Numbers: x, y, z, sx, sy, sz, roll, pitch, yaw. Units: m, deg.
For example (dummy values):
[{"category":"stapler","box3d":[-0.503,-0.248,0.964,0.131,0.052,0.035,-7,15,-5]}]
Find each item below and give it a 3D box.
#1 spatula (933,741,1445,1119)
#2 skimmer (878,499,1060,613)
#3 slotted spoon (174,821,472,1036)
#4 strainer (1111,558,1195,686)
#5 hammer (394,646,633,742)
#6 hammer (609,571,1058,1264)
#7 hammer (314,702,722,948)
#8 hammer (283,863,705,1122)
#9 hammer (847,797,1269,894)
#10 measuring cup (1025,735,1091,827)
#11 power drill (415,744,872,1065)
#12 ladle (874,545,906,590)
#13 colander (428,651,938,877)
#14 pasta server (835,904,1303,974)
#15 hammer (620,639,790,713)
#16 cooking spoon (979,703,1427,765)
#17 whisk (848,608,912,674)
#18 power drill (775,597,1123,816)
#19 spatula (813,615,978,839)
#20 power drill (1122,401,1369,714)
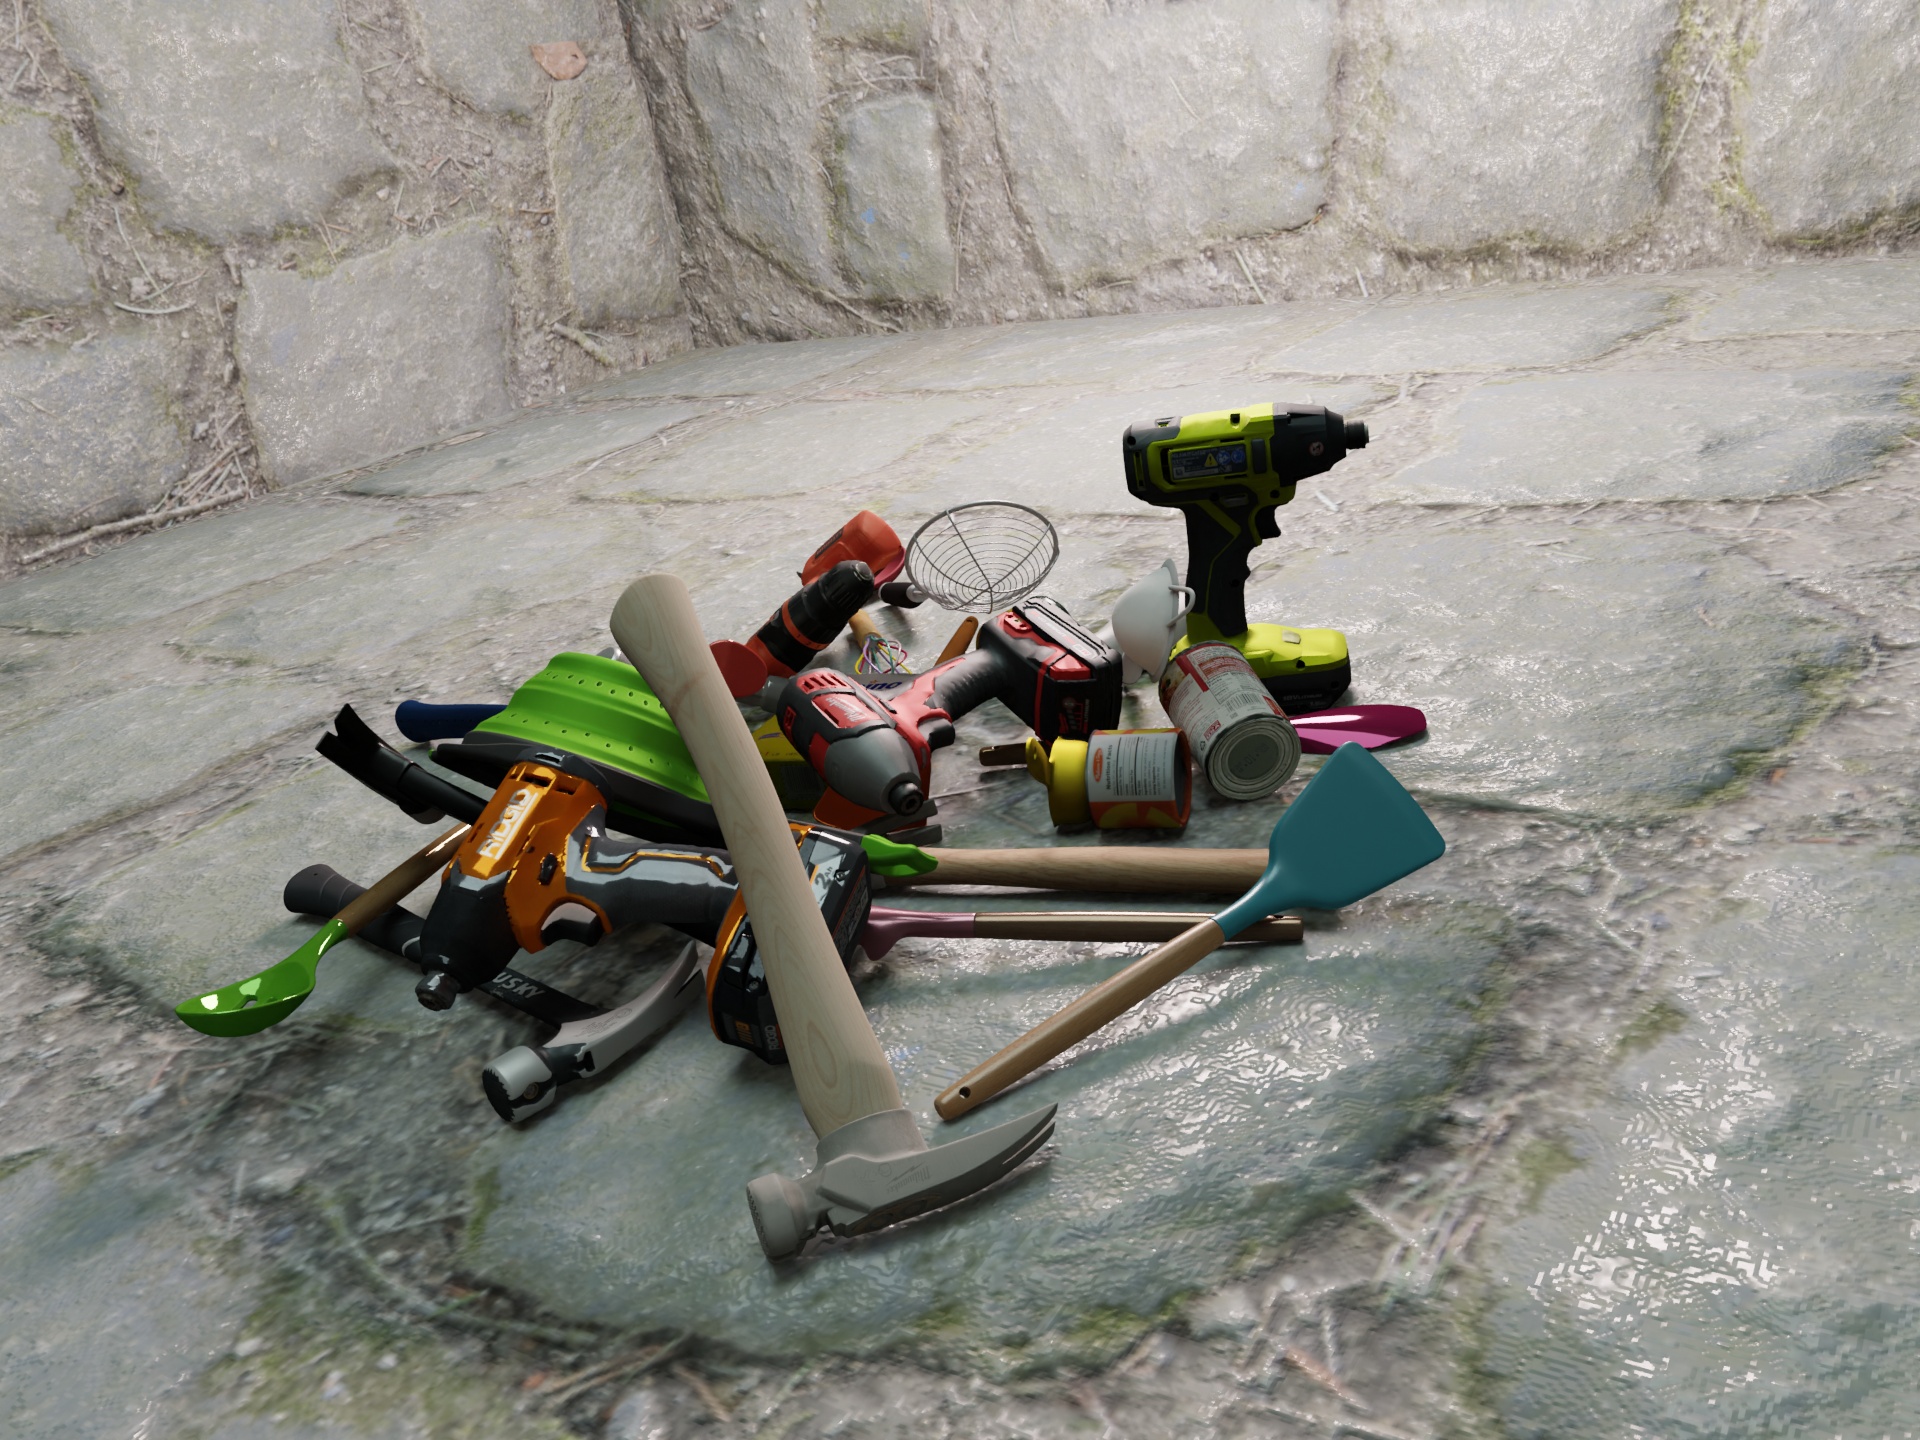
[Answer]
[{"category":"spatula","box3d":[0.118,0.118,0.840,0.317,0.044,0.082,-29,69,-24]},{"category":"skimmer","box3d":[-0.019,-0.143,1.425,0.127,0.090,0.363,3,4,-16]},{"category":"slotted spoon","box3d":[-0.381,0.123,1.017,0.070,0.031,0.314,-4,18,15]},{"category":"strainer","box3d":[0.130,-0.056,1.162,0.050,0.087,0.258,5,-11,2]},{"category":"hammer","box3d":[-0.349,0.004,1.302,0.406,0.144,0.035,0,51,45]},{"category":"hammer","box3d":[-0.094,0.068,0.829,0.146,0.038,0.411,-16,53,-15]},{"category":"hammer","box3d":[-0.260,0.078,1.003,0.335,0.146,0.035,21,72,23]},{"category":"hammer","box3d":[-0.326,0.146,1.015,0.409,0.036,0.149,11,29,44]},{"category":"hammer","box3d":[0.063,0.090,0.981,0.331,0.031,0.130,-1,24,21]},{"category":"measuring cup","box3d":[0.067,0.032,1.014,0.029,0.062,0.156,1,-11,13]},{"category":"power drill","box3d":[-0.179,0.110,0.875,0.226,0.084,0.164,14,52,13]},{"category":"ladle","box3d":[-0.128,-0.103,1.558,0.069,0.031,0.315,-14,19,29]},{"category":"colander","box3d":[-0.170,0.025,1.020,0.397,0.094,0.204,8,-16,35]},{"category":"pasta server","box3d":[0.036,0.125,0.918,0.316,0.040,0.060,-1,23,12]},{"category":"hammer","box3d":[-0.190,-0.035,1.183,0.149,0.037,0.359,12,-2,-9]},{"category":"cooking spoon","box3d":[0.170,0.012,1.143,0.319,0.017,0.069,-6,24,11]},{"category":"whisk","box3d":[-0.080,-0.066,1.424,0.047,0.051,0.245,-18,19,-5]},{"category":"power drill","box3d":[-0.002,-0.004,1.099,0.219,0.078,0.143,-18,39,-27]},{"category":"spatula","box3d":[-0.027,-0.008,1.220,0.081,0.041,0.323,10,27,10]},{"category":"power drill","box3d":[0.218,-0.119,1.170,0.171,0.223,0.080,-5,22,14]}]
